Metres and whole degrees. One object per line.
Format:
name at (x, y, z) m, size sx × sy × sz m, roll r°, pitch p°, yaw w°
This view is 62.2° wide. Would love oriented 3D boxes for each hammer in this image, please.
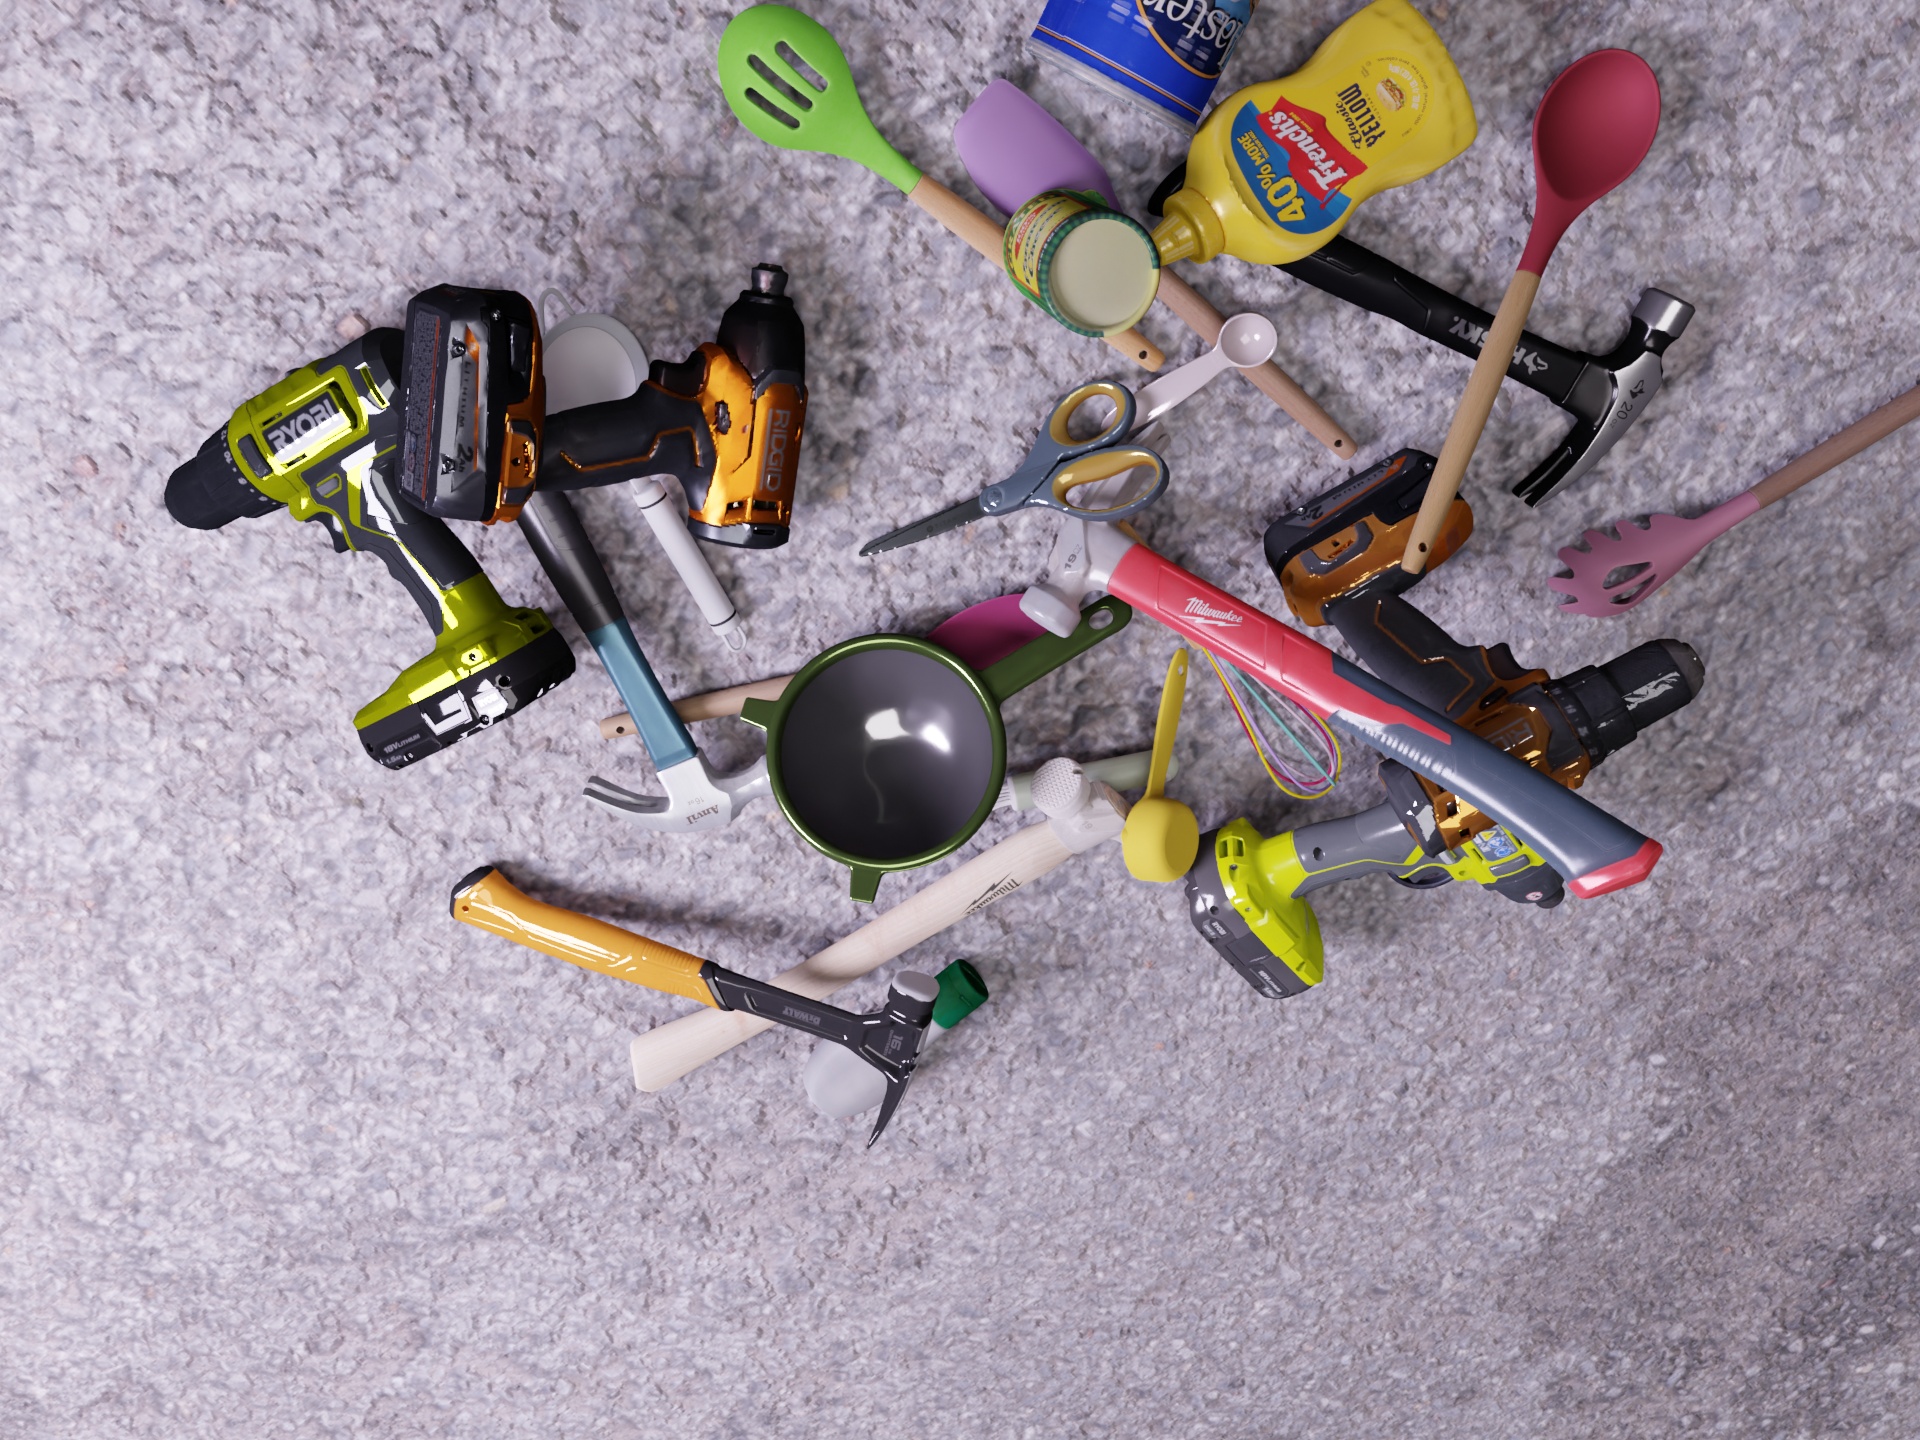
hammer at (-0.058, 0.161, 1.110) m, size 0.410 × 0.038 × 0.146 m, roll -31°, pitch 142°, yaw 16°
hammer at (0.265, -0.247, 0.954) m, size 0.334 × 0.035 × 0.146 m, roll 21°, pitch 111°, yaw -13°
hammer at (-0.188, 0.178, 1.074) m, size 0.337 × 0.034 × 0.127 m, roll 19°, pitch 111°, yaw 5°
hammer at (-0.227, -0.073, 0.989) m, size 0.128 × 0.033 × 0.330 m, roll -23°, pitch 110°, yaw 6°
hammer at (0.220, -0.032, 0.904) m, size 0.387 × 0.038 × 0.143 m, roll 34°, pitch 90°, yaw 26°

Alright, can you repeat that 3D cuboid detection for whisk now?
whisk at (0.173, -0.036, 1.045) m, size 0.047 × 0.051 × 0.244 m, roll -37°, pitch 110°, yaw 19°
whisk at (0.027, 0.050, 1.076) m, size 0.246 × 0.059 × 0.057 m, roll -11°, pitch 152°, yaw -3°

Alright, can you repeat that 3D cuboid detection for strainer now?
strainer at (-0.195, -0.144, 0.967) m, size 0.087 × 0.050 × 0.258 m, roll -45°, pitch 124°, yaw -28°
strainer at (-0.002, -0.003, 1.022) m, size 0.256 × 0.069 × 0.151 m, roll -32°, pitch 80°, yaw -8°

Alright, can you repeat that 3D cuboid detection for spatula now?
spatula at (0.124, -0.256, 0.949) m, size 0.315 × 0.018 × 0.059 m, roll 36°, pitch 118°, yaw -18°

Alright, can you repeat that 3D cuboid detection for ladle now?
ladle at (0.320, -0.232, 0.918) m, size 0.069 × 0.031 × 0.315 m, roll 22°, pitch 92°, yaw -3°

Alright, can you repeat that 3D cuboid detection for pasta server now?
pasta server at (0.529, -0.158, 1.022) m, size 0.316 × 0.040 × 0.060 m, roll -32°, pitch 114°, yaw 6°

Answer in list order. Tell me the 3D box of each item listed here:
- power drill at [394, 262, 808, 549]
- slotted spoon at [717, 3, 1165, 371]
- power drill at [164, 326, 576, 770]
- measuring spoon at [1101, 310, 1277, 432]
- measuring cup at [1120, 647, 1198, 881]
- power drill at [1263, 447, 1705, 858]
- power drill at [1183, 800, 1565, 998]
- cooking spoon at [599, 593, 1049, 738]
power drill at (-0.187, -0.183, 0.886) m, size 0.226 × 0.084 × 0.164 m, roll -2°, pitch 109°, yaw -37°
slotted spoon at (-0.004, -0.295, 0.916) m, size 0.313 × 0.031 × 0.070 m, roll 32°, pitch 118°, yaw -19°
power drill at (-0.350, -0.092, 0.940) m, size 0.190 × 0.080 × 0.228 m, roll -23°, pitch 103°, yaw 21°
measuring spoon at (0.136, -0.209, 0.962) m, size 0.124 × 0.018 × 0.034 m, roll -29°, pitch 118°, yaw 31°
measuring cup at (0.142, 0.030, 1.047) m, size 0.062 × 0.029 × 0.156 m, roll 11°, pitch 88°, yaw -48°
power drill at (0.304, -0.054, 0.944) m, size 0.185 × 0.226 × 0.084 m, roll -29°, pitch 151°, yaw 10°
power drill at (0.277, 0.100, 1.056) m, size 0.223 × 0.080 × 0.171 m, roll -26°, pitch 125°, yaw 28°
cooking spoon at (-0.081, -0.028, 1.042) m, size 0.319 × 0.017 × 0.068 m, roll -13°, pitch 123°, yaw 1°
